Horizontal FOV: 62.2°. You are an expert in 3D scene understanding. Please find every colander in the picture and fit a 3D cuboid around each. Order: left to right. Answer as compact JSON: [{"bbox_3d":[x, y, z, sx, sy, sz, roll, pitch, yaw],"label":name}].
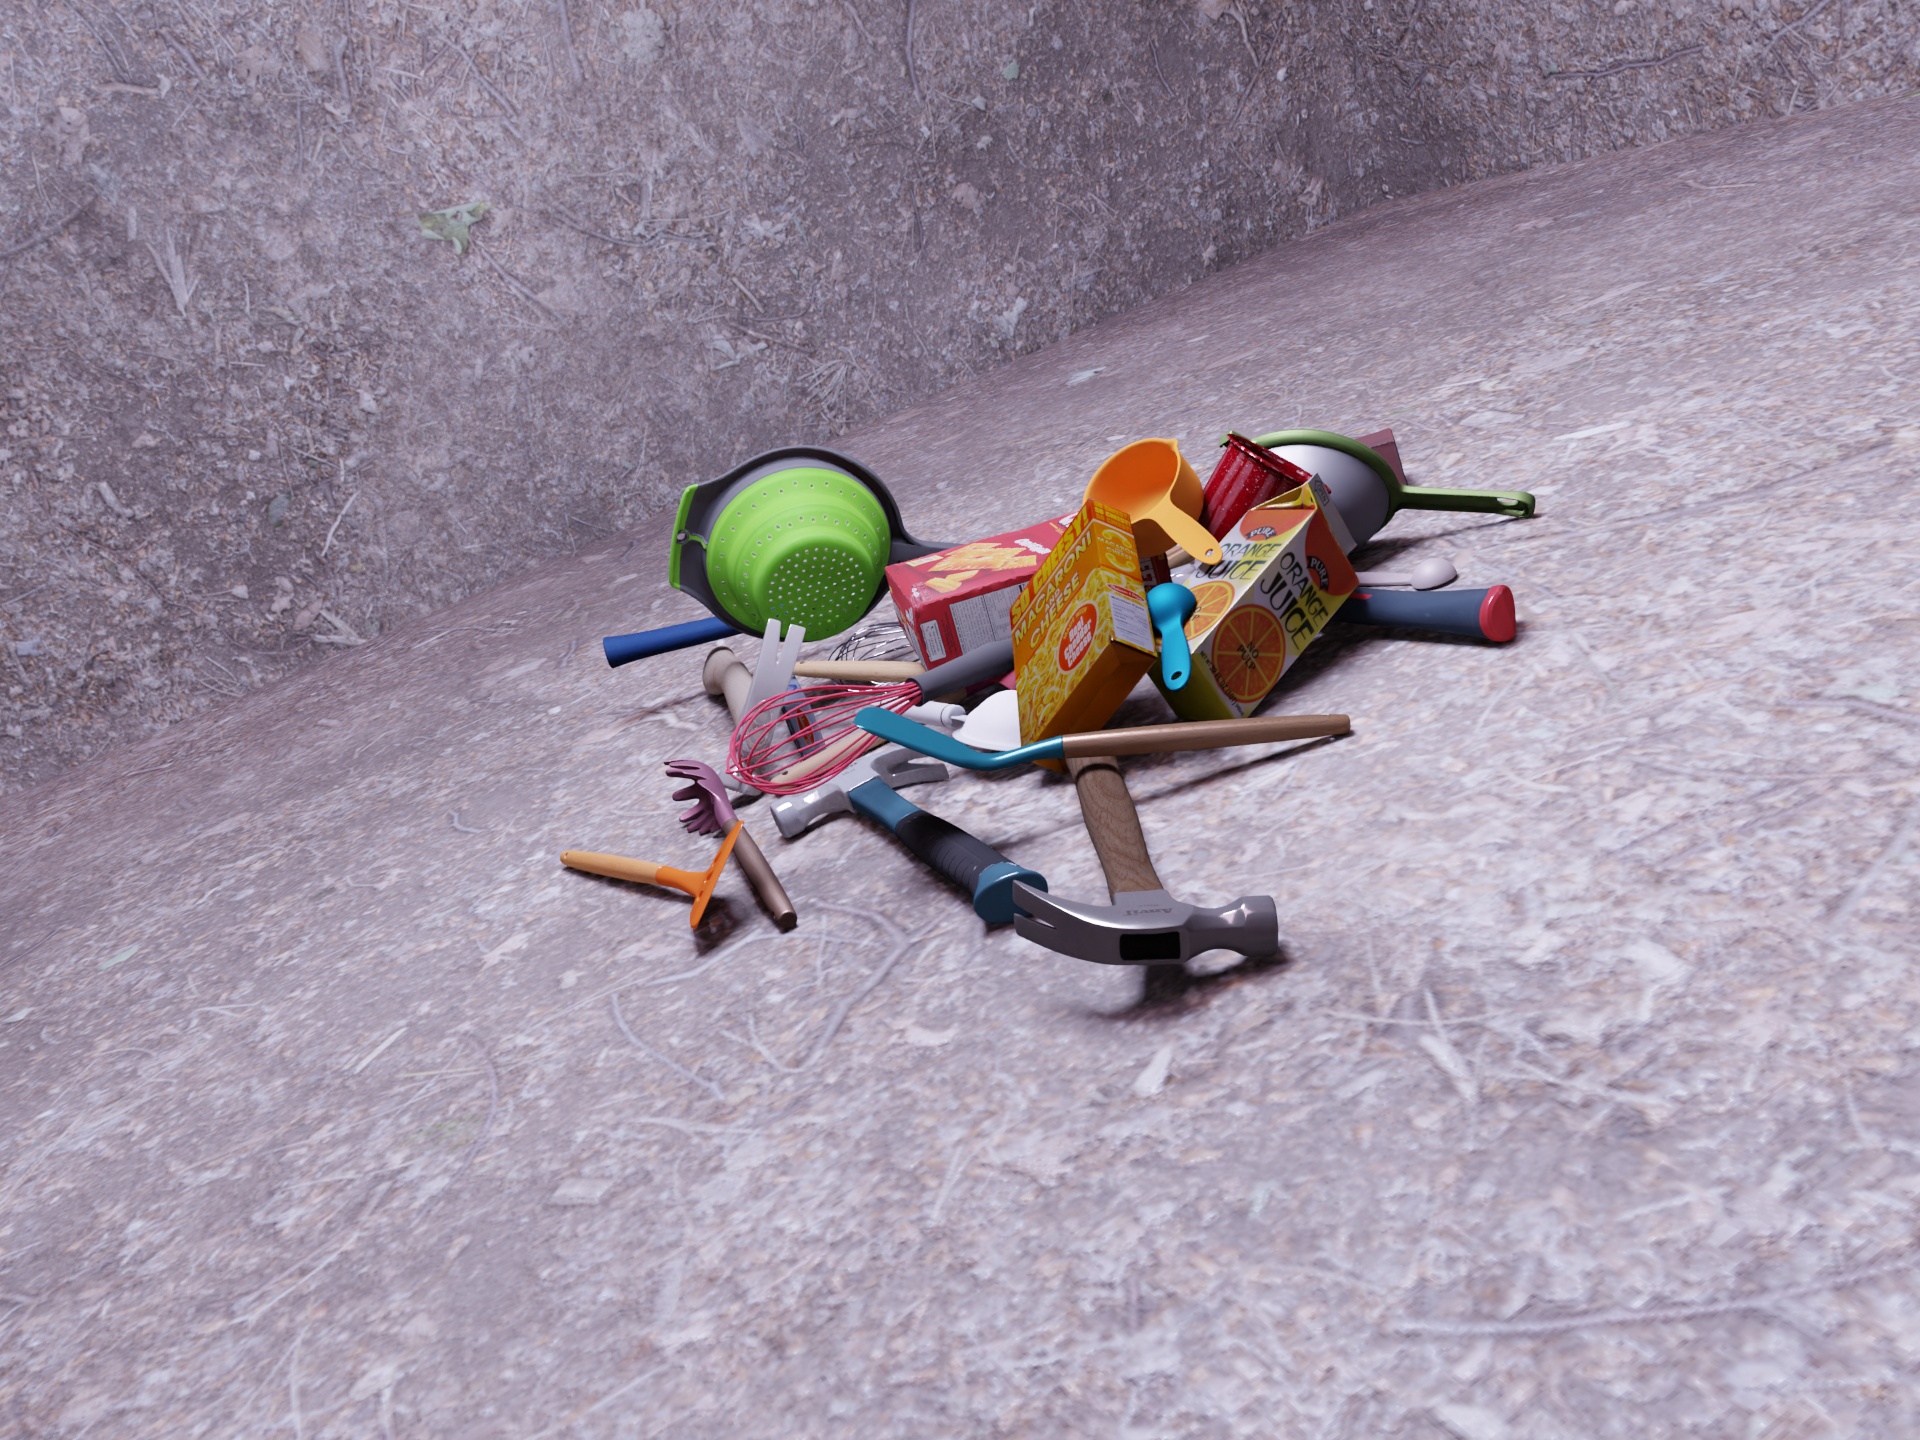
[{"bbox_3d":[-0.066,-0.137,1.489,0.397,0.204,0.095,2,32,-22],"label":"colander"}]

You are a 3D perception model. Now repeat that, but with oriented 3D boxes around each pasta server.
[{"bbox_3d":[-0.173,0.091,1.188,0.040,0.060,0.316,-17,21,-15],"label":"pasta server"}]

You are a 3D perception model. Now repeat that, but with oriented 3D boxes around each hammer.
[{"bbox_3d":[-0.206,-0.041,1.497,0.038,0.146,0.411,16,5,-15],"label":"hammer"},{"bbox_3d":[-0.170,-0.117,1.653,0.405,0.035,0.144,-13,3,-1],"label":"hammer"},{"bbox_3d":[-0.028,0.076,1.083,0.128,0.033,0.331,-27,19,-15],"label":"hammer"},{"bbox_3d":[0.090,0.068,0.947,0.130,0.031,0.331,-3,15,0],"label":"hammer"},{"bbox_3d":[0.257,-0.084,1.219,0.143,0.038,0.386,-30,20,-22],"label":"hammer"}]

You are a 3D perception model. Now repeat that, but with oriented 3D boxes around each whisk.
[{"bbox_3d":[-0.049,-0.015,1.165,0.296,0.073,0.073,-24,16,-36],"label":"whisk"},{"bbox_3d":[0.011,-0.088,1.477,0.284,0.070,0.070,-20,17,-11],"label":"whisk"}]

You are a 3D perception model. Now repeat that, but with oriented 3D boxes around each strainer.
[{"bbox_3d":[-0.002,-0.004,1.243,0.087,0.050,0.258,-7,9,-35],"label":"strainer"},{"bbox_3d":[0.336,-0.165,1.309,0.256,0.151,0.069,6,60,19],"label":"strainer"}]

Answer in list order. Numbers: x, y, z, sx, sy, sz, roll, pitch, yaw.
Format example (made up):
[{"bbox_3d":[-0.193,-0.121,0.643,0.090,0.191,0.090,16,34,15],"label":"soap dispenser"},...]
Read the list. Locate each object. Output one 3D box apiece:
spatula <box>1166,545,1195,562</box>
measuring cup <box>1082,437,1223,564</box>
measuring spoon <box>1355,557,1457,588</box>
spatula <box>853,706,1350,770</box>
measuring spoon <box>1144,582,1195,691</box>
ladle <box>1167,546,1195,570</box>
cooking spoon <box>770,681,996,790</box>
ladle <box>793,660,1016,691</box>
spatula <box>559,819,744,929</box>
[{"bbox_3d":[0.158,-0.176,1.622,0.060,0.018,0.316,-28,18,-17],"label":"spatula"},{"bbox_3d":[0.161,-0.147,1.199,0.095,0.052,0.174,-44,40,6],"label":"measuring cup"},{"bbox_3d":[0.337,-0.118,1.258,0.034,0.018,0.124,-31,20,-28],"label":"measuring spoon"},{"bbox_3d":[0.092,0.005,1.033,0.317,0.044,0.082,-5,8,5],"label":"spatula"},{"bbox_3d":[0.140,-0.060,1.079,0.042,0.021,0.129,-29,27,19],"label":"measuring spoon"},{"bbox_3d":[0.205,-0.138,1.446,0.320,0.062,0.078,-30,24,-6],"label":"ladle"},{"bbox_3d":[-0.020,-0.015,1.355,0.319,0.017,0.069,-27,34,-18],"label":"cooking spoon"},{"bbox_3d":[-0.022,-0.040,1.337,0.315,0.031,0.069,3,26,35],"label":"ladle"},{"bbox_3d":[-0.241,0.111,1.200,0.323,0.041,0.081,0,62,54],"label":"spatula"}]
